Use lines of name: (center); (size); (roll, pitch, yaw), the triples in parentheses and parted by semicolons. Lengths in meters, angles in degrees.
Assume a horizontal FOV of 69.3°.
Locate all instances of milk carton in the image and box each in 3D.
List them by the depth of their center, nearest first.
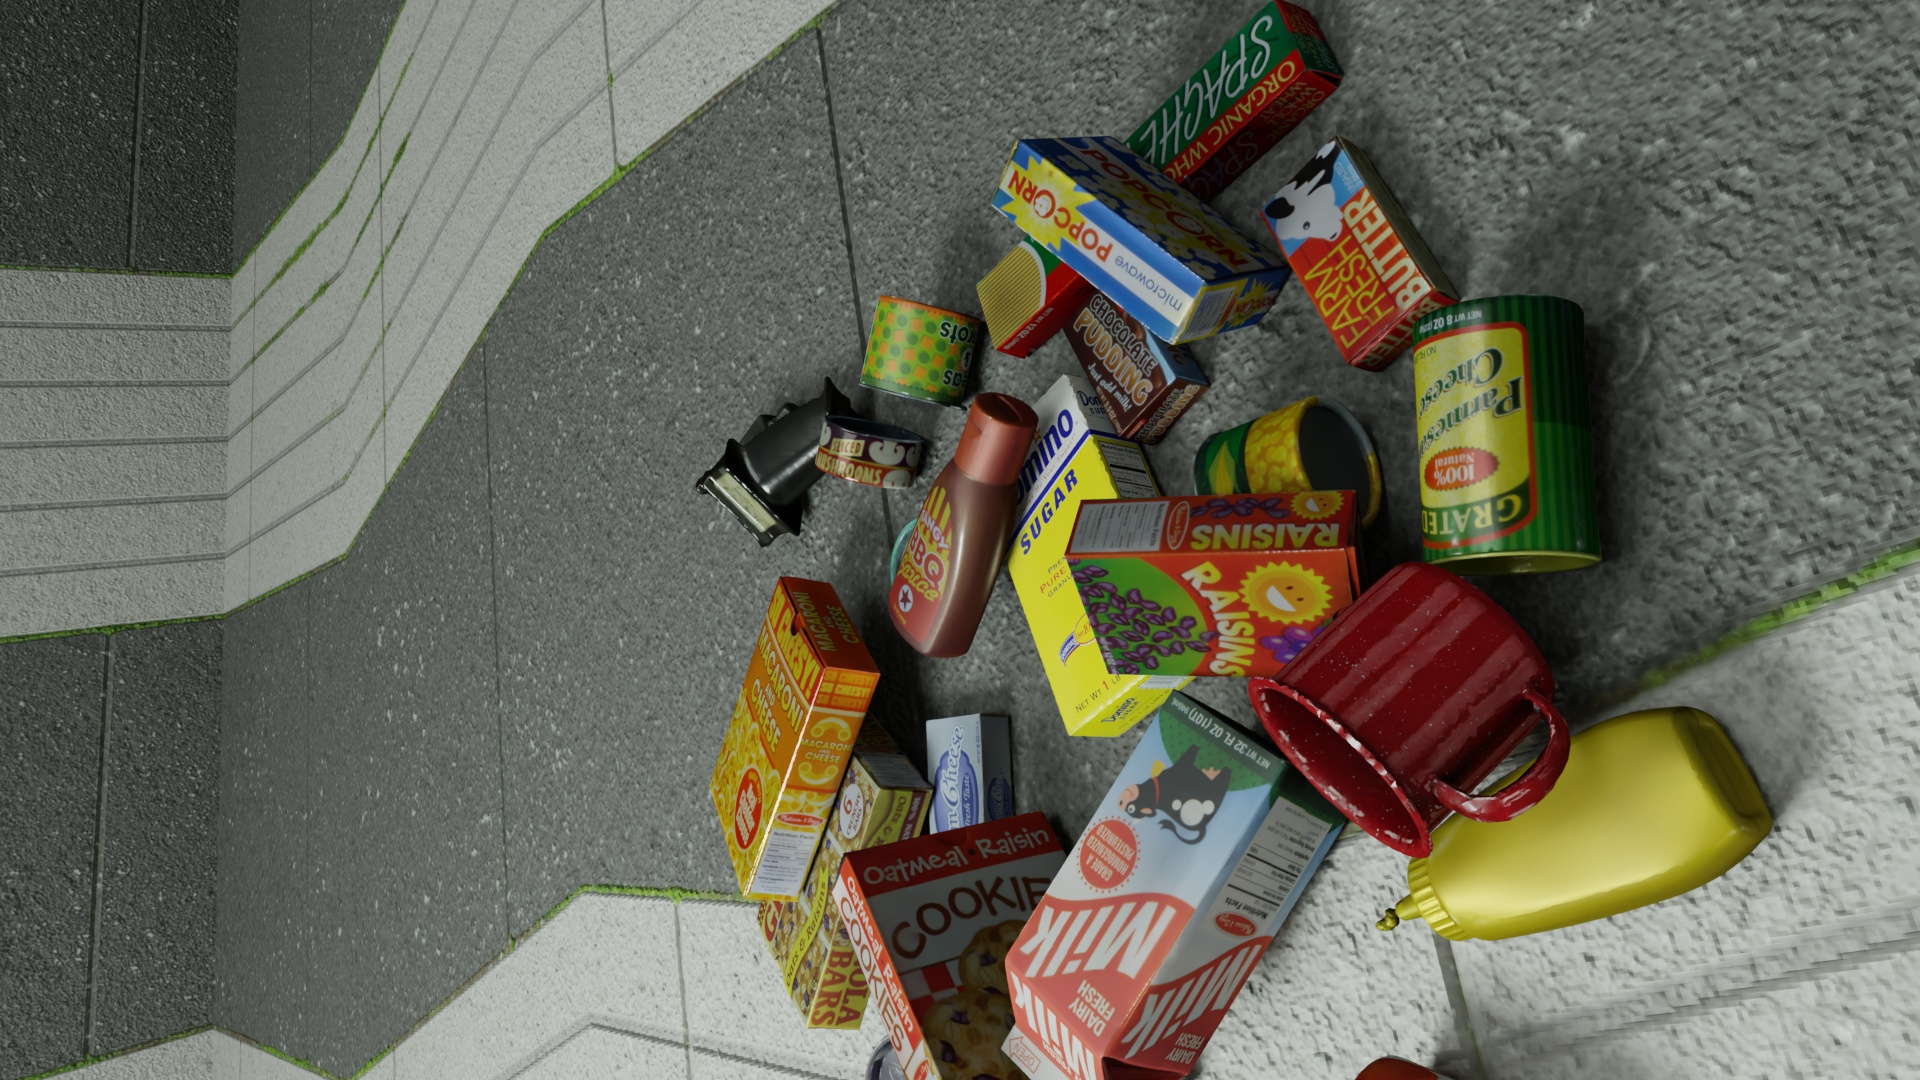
milk carton: (0.089, 0.173, 0.634); (0.072, 0.073, 0.190); (31, 90, 47)

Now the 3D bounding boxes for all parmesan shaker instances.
parmesan shaker: (0.217, -0.040, 0.561); (0.071, 0.071, 0.103); (-11, 76, 49)

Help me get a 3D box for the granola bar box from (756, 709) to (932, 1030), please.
granola bar box: (-0.078, 0.203, 0.881); (0.124, 0.039, 0.165); (38, 114, 61)

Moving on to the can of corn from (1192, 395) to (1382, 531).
can of corn: (0.150, -0.025, 0.637); (0.058, 0.071, 0.071); (-22, 68, 46)

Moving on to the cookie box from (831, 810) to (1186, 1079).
cookie box: (0.021, 0.225, 0.707); (0.168, 0.123, 0.040); (60, 143, 36)

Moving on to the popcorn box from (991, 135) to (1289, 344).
popcorn box: (0.089, -0.151, 0.687); (0.127, 0.085, 0.038); (43, 128, 22)

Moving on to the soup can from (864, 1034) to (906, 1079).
soup can: (0.002, 0.295, 0.755); (0.071, 0.084, 0.071); (-10, 77, 49)

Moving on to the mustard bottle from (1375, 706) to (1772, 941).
mustard bottle: (0.225, 0.120, 0.540); (0.159, 0.049, 0.065); (-41, 54, 40)

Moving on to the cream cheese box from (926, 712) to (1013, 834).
cream cheese box: (0.006, 0.156, 0.819); (0.053, 0.024, 0.104); (-17, 71, 50)

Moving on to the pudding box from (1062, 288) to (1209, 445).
pudding box: (0.094, -0.099, 0.747); (0.049, 0.030, 0.084); (-47, 51, 34)

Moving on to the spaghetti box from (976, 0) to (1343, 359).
spaghetti box: (0.098, -0.189, 0.757); (0.249, 0.029, 0.050); (-38, 58, 41)

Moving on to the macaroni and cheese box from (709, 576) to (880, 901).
macaroni and cheese box: (-0.110, 0.124, 0.884); (0.124, 0.040, 0.165); (51, 125, 58)

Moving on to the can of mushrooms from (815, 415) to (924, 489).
can of mushrooms: (-0.060, -0.057, 0.895); (0.071, 0.071, 0.033); (27, 107, 49)

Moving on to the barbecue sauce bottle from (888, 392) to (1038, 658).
barbecue sauce bottle: (0.003, -0.010, 0.766); (0.065, 0.044, 0.147); (55, 134, 45)

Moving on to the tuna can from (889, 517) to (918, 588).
tuna can: (-0.013, 0.016, 0.856); (0.071, 0.033, 0.071); (-9, 78, 49)

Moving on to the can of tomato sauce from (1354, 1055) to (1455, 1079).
can of tomato sauce: (0.196, 0.246, 0.540); (0.083, 0.071, 0.071); (7, 90, 51)

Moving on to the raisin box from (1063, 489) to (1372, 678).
raisin box: (0.118, 0.021, 0.618); (0.123, 0.085, 0.040); (-2, 45, 23)

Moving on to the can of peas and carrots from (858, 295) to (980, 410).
can of peas and carrots: (-0.023, -0.117, 0.865); (0.071, 0.071, 0.058); (21, 100, 50)

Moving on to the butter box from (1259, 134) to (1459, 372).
butter box: (0.184, -0.134, 0.648); (0.053, 0.024, 0.104); (-45, 53, 36)
